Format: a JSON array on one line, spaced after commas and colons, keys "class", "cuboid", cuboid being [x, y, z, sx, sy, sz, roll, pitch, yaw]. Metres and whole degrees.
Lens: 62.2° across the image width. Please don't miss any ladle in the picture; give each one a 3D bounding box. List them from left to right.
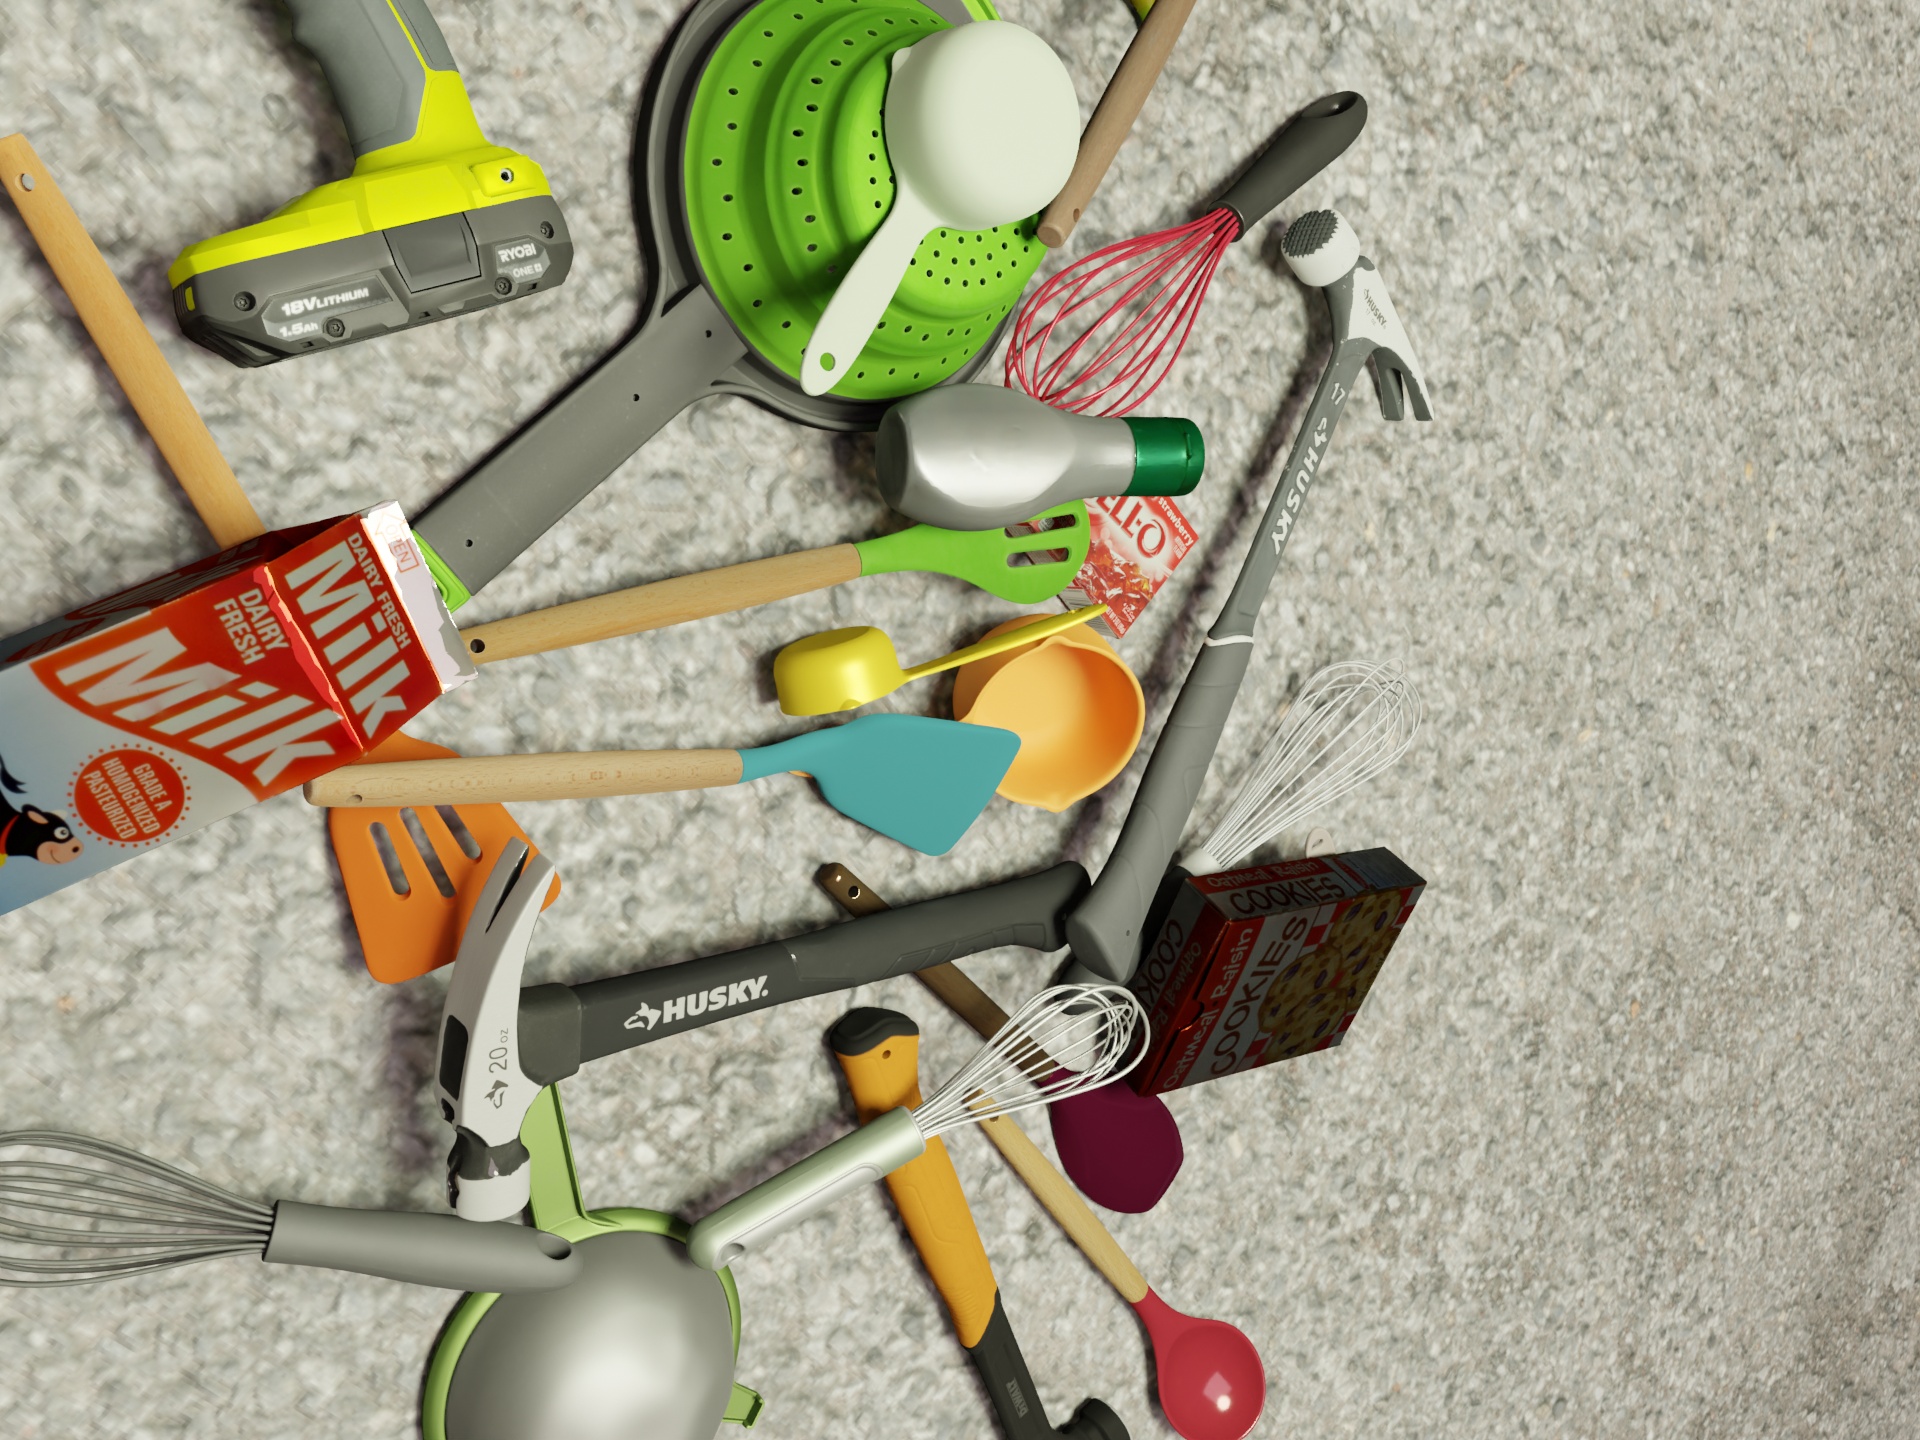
[{"class": "ladle", "cuboid": [0.087, 0.308, 0.895, 0.069, 0.031, 0.315, -46, 119, -20]}]

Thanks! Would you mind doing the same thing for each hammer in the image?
[{"class": "hammer", "cuboid": [-0.066, 0.103, 0.704, 0.334, 0.035, 0.146, -9, 111, -40]}, {"class": "hammer", "cuboid": [-0.004, 0.295, 0.824, 0.127, 0.034, 0.336, -31, 115, -28]}, {"class": "hammer", "cuboid": [0.149, -0.057, 0.832, 0.149, 0.036, 0.409, 37, 71, -43]}]

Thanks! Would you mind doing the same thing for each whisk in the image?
[{"class": "whisk", "cuboid": [-0.257, 0.193, 0.597, 0.238, 0.055, 0.055, 16, 89, -25]}, {"class": "whisk", "cuboid": [-0.016, 0.189, 0.748, 0.246, 0.059, 0.057, -25, 139, -20]}, {"class": "whisk", "cuboid": [0.121, -0.240, 0.798, 0.296, 0.073, 0.073, -46, 121, -26]}, {"class": "whisk", "cuboid": [0.154, 0.063, 0.881, 0.284, 0.070, 0.070, -42, 120, -16]}]

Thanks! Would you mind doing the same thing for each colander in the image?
[{"class": "colander", "cuboid": [-0.078, -0.169, 0.646, 0.397, 0.094, 0.204, -47, 121, -19]}]

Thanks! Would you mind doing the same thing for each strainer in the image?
[{"class": "strainer", "cuboid": [-0.158, 0.248, 0.684, 0.151, 0.069, 0.256, -18, 110, -31]}]

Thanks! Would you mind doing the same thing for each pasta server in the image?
[{"class": "pasta server", "cuboid": [0.091, -0.323, 0.716, 0.060, 0.040, 0.316, 54, 52, -45]}]

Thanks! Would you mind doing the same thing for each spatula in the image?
[{"class": "spatula", "cuboid": [-0.251, -0.050, 0.574, 0.081, 0.041, 0.322, -27, 117, -10]}, {"class": "spatula", "cuboid": [-0.109, 0.027, 0.657, 0.317, 0.044, 0.082, -2, 135, -45]}]

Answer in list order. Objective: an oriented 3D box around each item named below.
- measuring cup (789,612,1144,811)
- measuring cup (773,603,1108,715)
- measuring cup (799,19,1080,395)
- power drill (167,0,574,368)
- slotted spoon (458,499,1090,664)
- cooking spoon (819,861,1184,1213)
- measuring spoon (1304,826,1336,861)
[{"class": "measuring cup", "cuboid": [-0.001, -0.002, 0.766, 0.173, 0.052, 0.095, -8, 119, -8]}, {"class": "measuring cup", "cuboid": [-0.010, -0.039, 0.718, 0.156, 0.062, 0.029, -18, 105, -7]}, {"class": "measuring cup", "cuboid": [-0.009, -0.192, 0.605, 0.083, 0.038, 0.168, 39, 74, -34]}, {"class": "power drill", "cuboid": [-0.241, -0.241, 0.532, 0.190, 0.080, 0.228, -25, 110, -29]}, {"class": "slotted spoon", "cuboid": [-0.069, -0.062, 0.689, 0.313, 0.031, 0.070, -15, 97, -27]}, {"class": "cooking spoon", "cuboid": [0.029, 0.170, 0.832, 0.069, 0.017, 0.318, -53, 123, -15]}, {"class": "measuring spoon", "cuboid": [0.207, 0.095, 0.922, 0.034, 0.018, 0.124, -35, 139, -11]}]
